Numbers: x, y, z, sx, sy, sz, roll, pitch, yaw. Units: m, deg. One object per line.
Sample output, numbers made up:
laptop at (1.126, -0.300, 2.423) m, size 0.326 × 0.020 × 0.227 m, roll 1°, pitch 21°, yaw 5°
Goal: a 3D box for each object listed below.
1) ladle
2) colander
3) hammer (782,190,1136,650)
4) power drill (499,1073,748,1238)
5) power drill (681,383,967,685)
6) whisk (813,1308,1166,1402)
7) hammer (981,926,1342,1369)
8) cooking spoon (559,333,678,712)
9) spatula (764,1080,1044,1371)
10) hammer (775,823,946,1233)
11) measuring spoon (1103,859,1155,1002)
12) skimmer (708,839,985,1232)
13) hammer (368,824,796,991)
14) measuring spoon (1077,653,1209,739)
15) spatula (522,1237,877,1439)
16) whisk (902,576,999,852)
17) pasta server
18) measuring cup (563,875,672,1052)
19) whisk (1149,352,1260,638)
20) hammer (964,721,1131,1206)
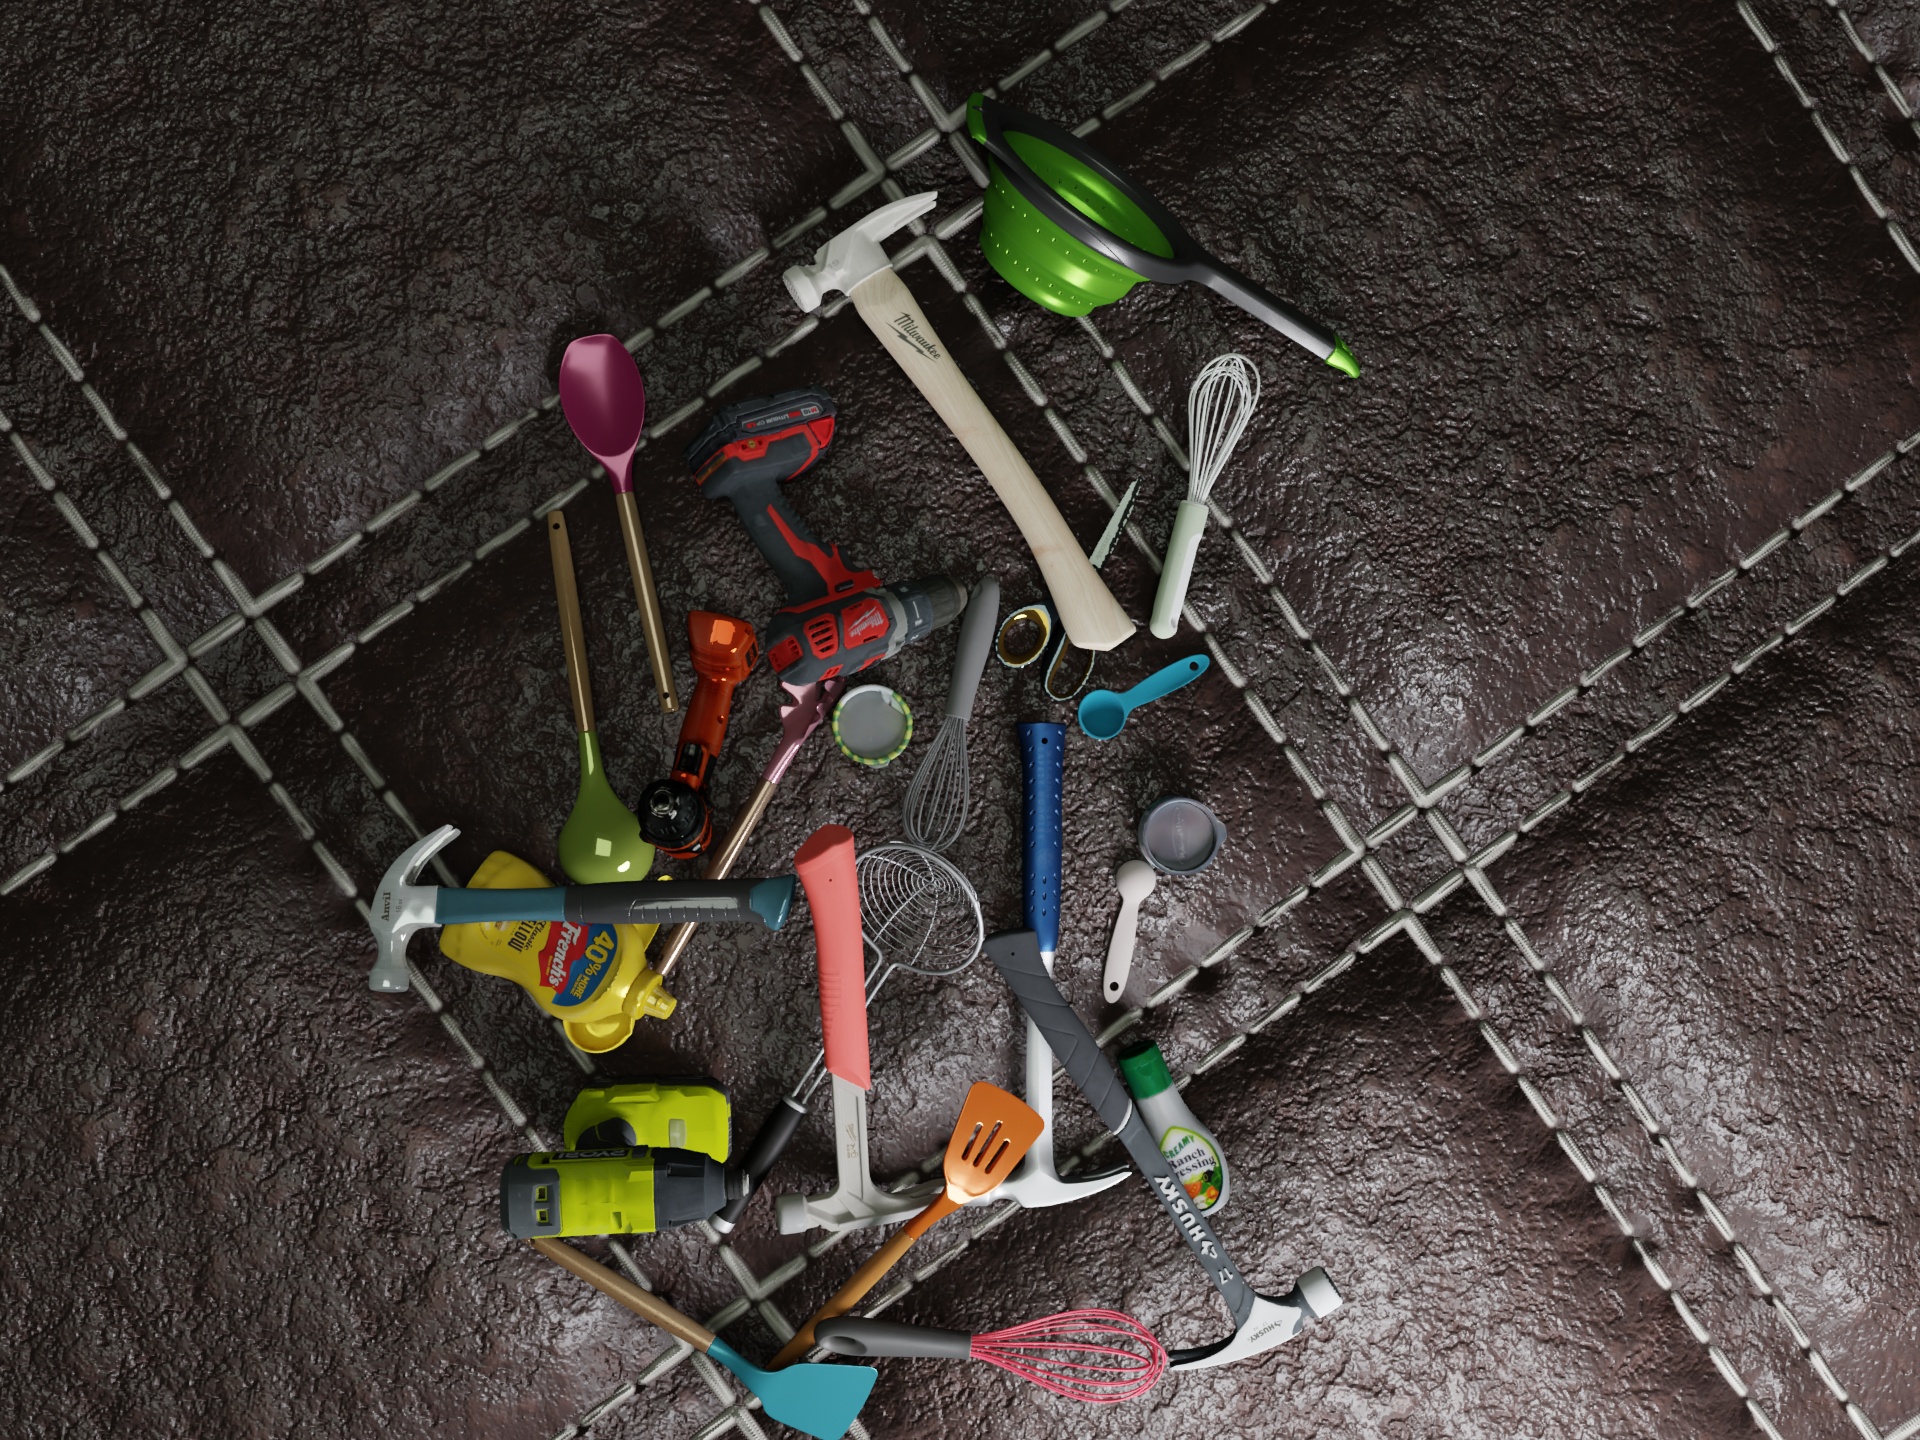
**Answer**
ladle at (-0.311, -0.015, 1.314) m, size 0.078 × 0.062 × 0.320 m, roll -9°, pitch 84°, yaw -6°
colander at (0.152, -0.360, 1.310) m, size 0.396 × 0.205 × 0.094 m, roll 26°, pitch 123°, yaw -19°
hammer at (0.026, -0.240, 1.322) m, size 0.146 × 0.038 × 0.410 m, roll -34°, pitch 90°, yaw -4°
power drill at (-0.244, 0.336, 1.222) m, size 0.171 × 0.223 × 0.080 m, roll -2°, pitch 91°, yaw -4°
power drill at (-0.104, -0.151, 1.283) m, size 0.188 × 0.080 × 0.227 m, roll -23°, pitch 86°, yaw -38°
whisk at (0.026, 0.516, 1.313) m, size 0.295 × 0.073 × 0.073 m, roll 7°, pitch 90°, yaw -7°
hammer at (0.139, 0.343, 1.301) m, size 0.149 × 0.036 × 0.409 m, roll -34°, pitch 90°, yaw 4°
cooking spoon at (-0.274, -0.163, 1.321) m, size 0.068 × 0.017 × 0.319 m, roll -12°, pitch 90°, yaw -3°
spatula at (-0.058, 0.430, 1.306) m, size 0.081 × 0.041 × 0.322 m, roll 36°, pitch 104°, yaw -24°
hammer at (-0.082, 0.248, 1.253) m, size 0.149 × 0.037 × 0.358 m, roll -7°, pitch 113°, yaw -13°
measuring spoon at (0.141, 0.180, 1.349) m, size 0.034 × 0.018 × 0.124 m, roll 12°, pitch 90°, yaw -4°
skimmer at (-0.108, 0.264, 1.296) m, size 0.127 × 0.090 × 0.363 m, roll 32°, pitch 89°, yaw 7°
hammer at (-0.294, 0.145, 1.244) m, size 0.331 × 0.033 × 0.128 m, roll -1°, pitch 76°, yaw 1°
measuring spoon at (0.155, -0.024, 1.354) m, size 0.128 × 0.021 × 0.042 m, roll -27°, pitch 92°, yaw -12°
spatula at (-0.224, 0.496, 1.313) m, size 0.317 × 0.044 × 0.082 m, roll 29°, pitch 107°, yaw 6°
whisk at (-0.002, -0.004, 1.327) m, size 0.055 × 0.055 × 0.239 m, roll 14°, pitch 86°, yaw -4°
pasta server at (-0.177, 0.071, 1.319) m, size 0.040 × 0.060 × 0.316 m, roll 29°, pitch 91°, yaw -46°
measuring cup at (-0.276, 0.202, 1.323) m, size 0.062 × 0.029 × 0.156 m, roll 24°, pitch 77°, yaw 4°
whisk at (0.200, -0.189, 1.340) m, size 0.059 × 0.057 × 0.246 m, roll 16°, pitch 94°, yaw 31°
hammer at (0.073, 0.204, 1.336) m, size 0.144 × 0.035 × 0.405 m, roll 1°, pitch 90°, yaw -3°
